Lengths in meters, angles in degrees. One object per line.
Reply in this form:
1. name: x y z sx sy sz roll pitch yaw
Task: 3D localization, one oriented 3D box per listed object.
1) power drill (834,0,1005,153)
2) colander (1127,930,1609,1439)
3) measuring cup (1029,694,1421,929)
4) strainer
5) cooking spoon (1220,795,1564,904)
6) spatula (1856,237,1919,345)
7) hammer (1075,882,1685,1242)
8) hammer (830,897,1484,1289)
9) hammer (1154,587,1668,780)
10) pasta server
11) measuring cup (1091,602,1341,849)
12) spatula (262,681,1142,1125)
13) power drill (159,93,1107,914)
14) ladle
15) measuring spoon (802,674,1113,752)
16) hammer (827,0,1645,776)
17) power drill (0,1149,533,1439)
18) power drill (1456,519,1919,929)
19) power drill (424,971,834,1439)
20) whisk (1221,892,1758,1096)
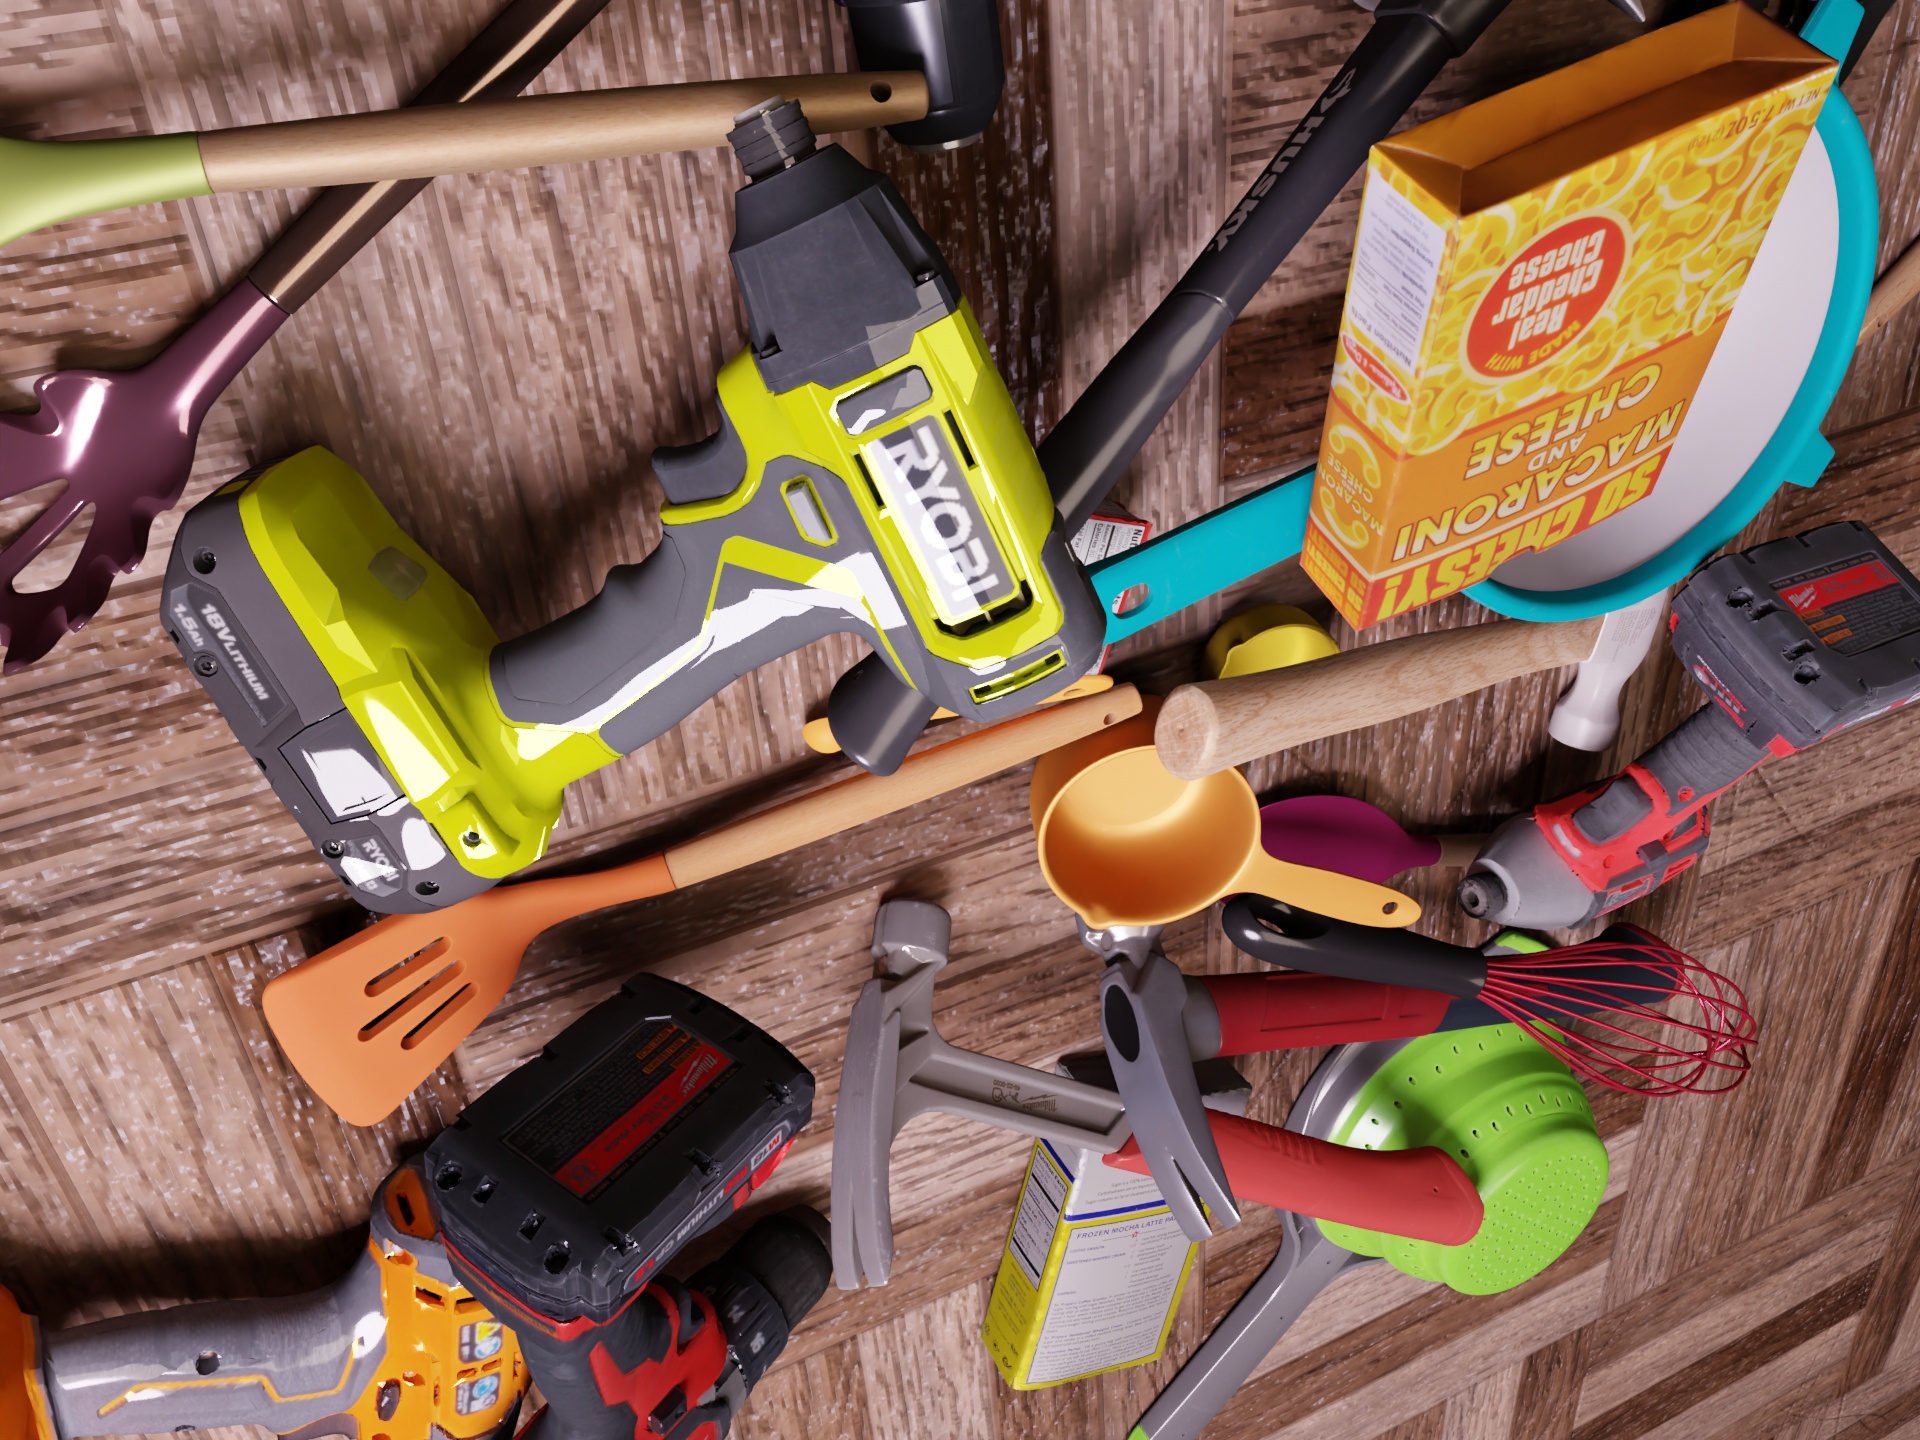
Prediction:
1. power drill: 0.057 -0.248 0.399 0.228 0.080 0.190 2 126 18
2. colander: 0.230 0.304 0.873 0.204 0.095 0.397 30 100 -38
3. measuring cup: 0.109 0.045 0.649 0.173 0.052 0.095 18 119 -19
4. strainer: 0.173 -0.123 0.591 0.340 0.095 0.210 -26 126 -10
5. cooking spoon: 0.253 0.065 0.793 0.318 0.017 0.068 2 119 -29
6. spatula: 0.524 -0.287 0.718 0.317 0.044 0.082 -47 133 4
7. hammer: 0.227 0.144 0.749 0.386 0.143 0.038 3 149 -35
8. hammer: 0.103 0.196 0.697 0.358 0.149 0.036 23 148 -30
9. hammer: 0.201 -0.025 0.657 0.331 0.031 0.130 -12 122 -40
10. pasta server: -0.169 -0.134 0.428 0.316 0.040 0.060 -45 104 0
11. measuring cup: 0.096 0.012 0.677 0.062 0.029 0.156 30 113 -31
12. spatula: -0.079 0.052 0.573 0.322 0.041 0.080 -20 132 -9
13. power drill: -0.091 -0.052 0.444 0.223 0.080 0.171 -24 112 7
14. ladle: -0.159 -0.143 0.390 0.320 0.062 0.078 -11 98 -14
15. measuring spoon: -0.001 -0.002 0.586 0.117 0.011 0.021 -10 161 4
16. hammer: 0.069 -0.118 0.501 0.035 0.146 0.335 35 99 -24
17. power drill: -0.267 0.253 0.580 0.226 0.084 0.164 -8 121 -30
18. power drill: 0.315 0.019 0.702 0.143 0.079 0.219 -15 151 -28
19. power drill: -0.108 0.204 0.598 0.188 0.080 0.226 -38 145 -44
20. whisk: 0.245 0.118 0.716 0.295 0.073 0.073 16 110 -20
